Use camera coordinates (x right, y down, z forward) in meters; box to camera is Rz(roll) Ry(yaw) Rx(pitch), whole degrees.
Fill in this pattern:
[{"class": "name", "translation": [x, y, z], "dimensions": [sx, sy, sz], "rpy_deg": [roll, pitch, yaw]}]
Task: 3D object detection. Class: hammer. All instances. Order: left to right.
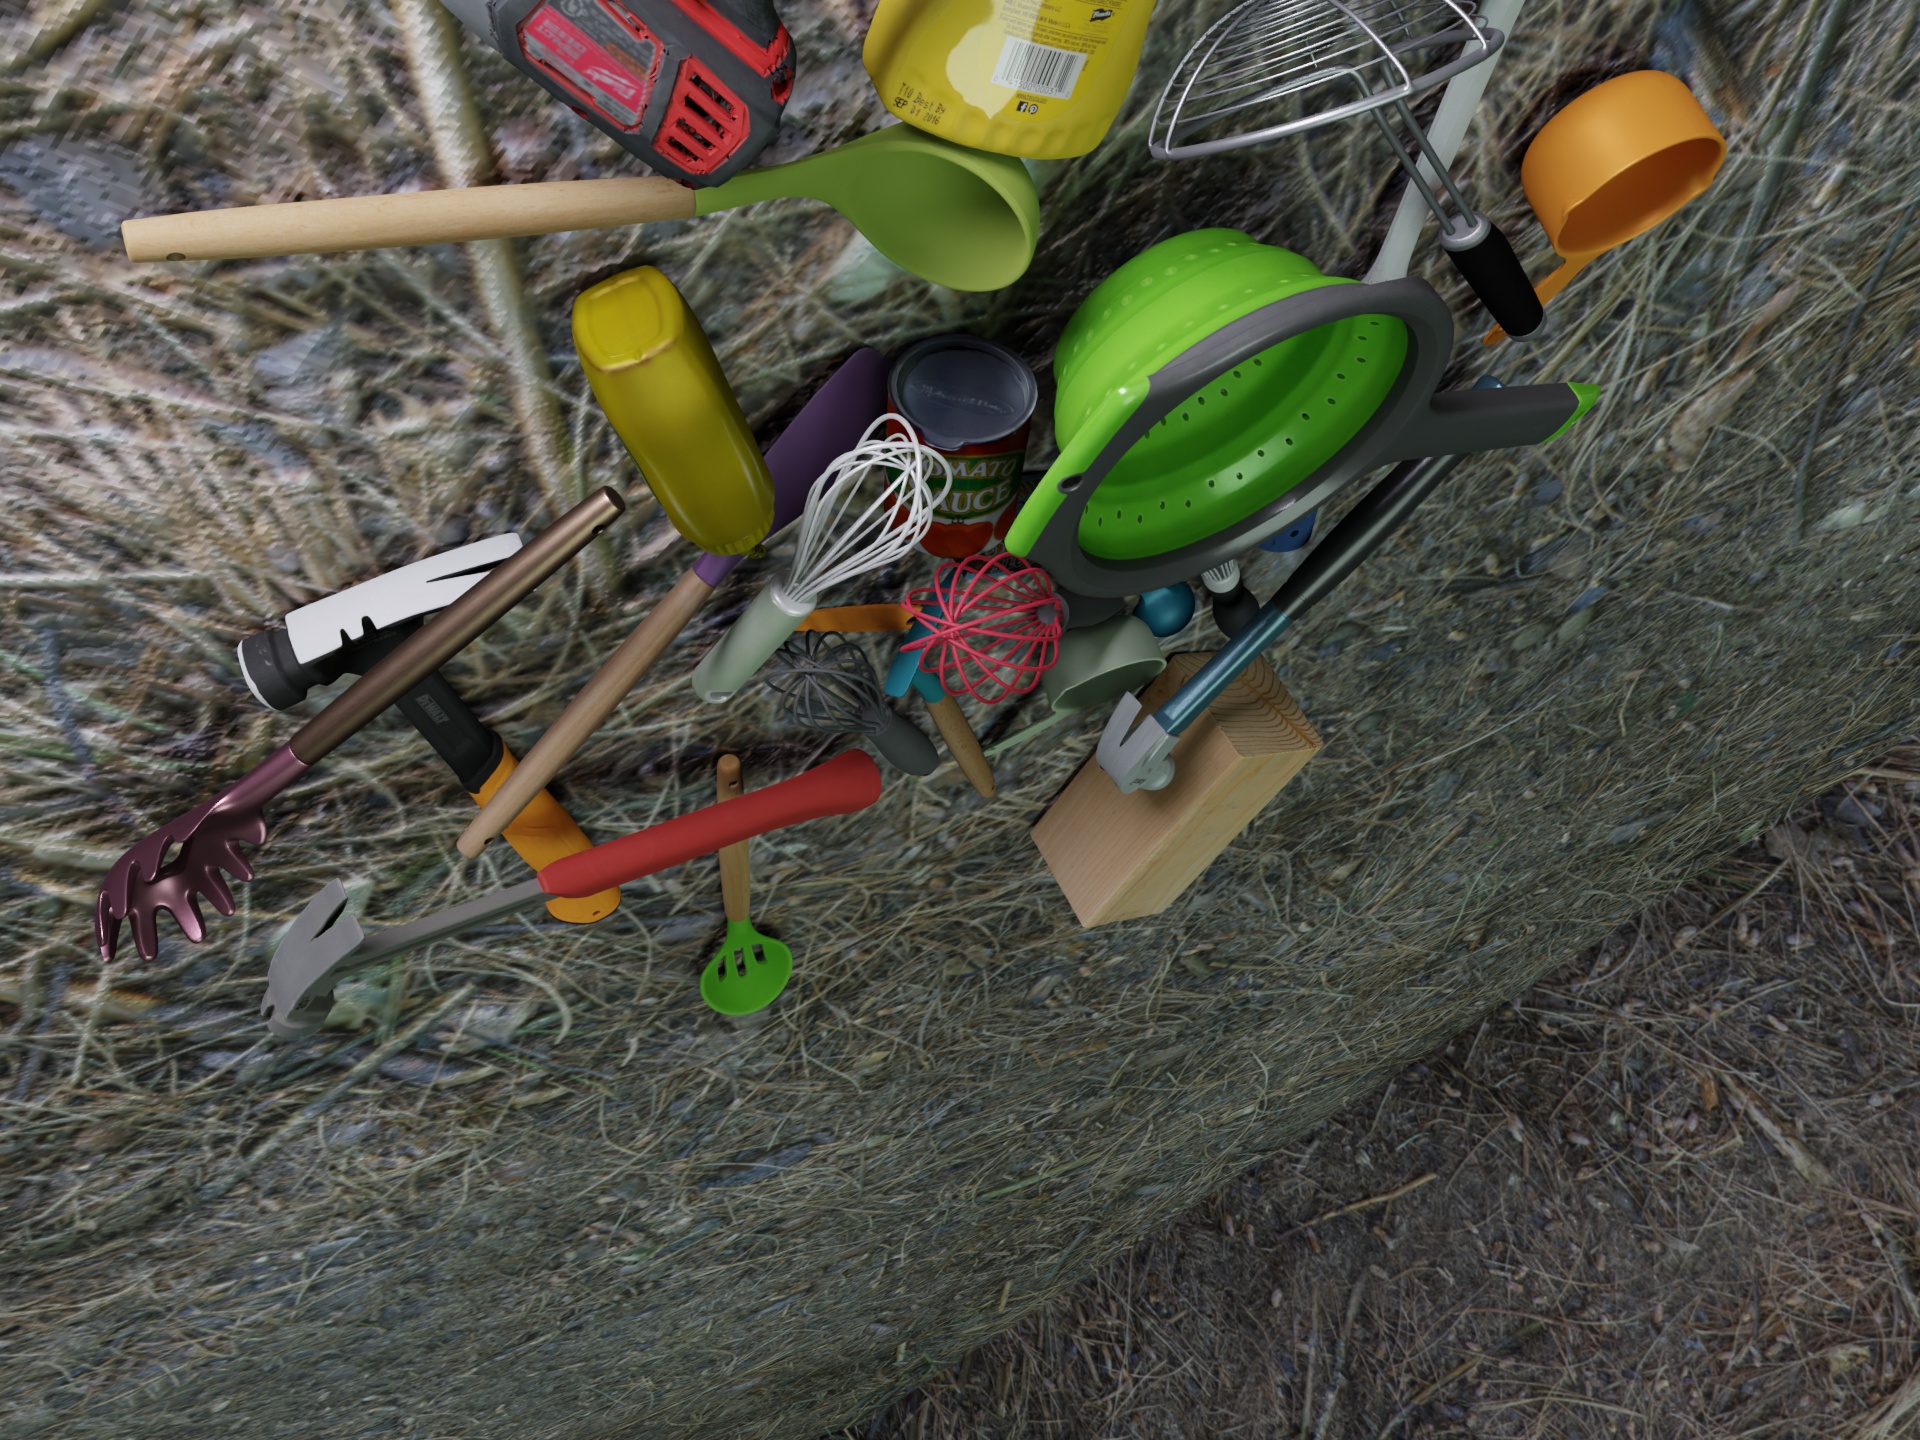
[{"class": "hammer", "translation": [-0.231, 0.028, 0.822], "dimensions": [0.127, 0.034, 0.336], "rpy_deg": [-24, 152, -6]}, {"class": "hammer", "translation": [-0.181, 0.072, 0.845], "dimensions": [0.359, 0.037, 0.149], "rpy_deg": [-19, 165, -41]}, {"class": "hammer", "translation": [0.206, -0.077, 0.967], "dimensions": [0.331, 0.033, 0.128], "rpy_deg": [-46, 161, 14]}, {"class": "hammer", "translation": [0.221, -0.229, 0.800], "dimensions": [0.144, 0.035, 0.405], "rpy_deg": [-18, 150, -19]}]

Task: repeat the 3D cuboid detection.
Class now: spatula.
[{"class": "spatula", "translation": [-0.136, -0.048, 0.750], "dimensions": [0.316, 0.018, 0.059], "rpy_deg": [-47, 155, 11]}, {"class": "spatula", "translation": [-0.001, -0.003, 0.937], "dimensions": [0.317, 0.044, 0.082], "rpy_deg": [62, 49, -67]}]

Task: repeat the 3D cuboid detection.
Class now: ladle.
[{"class": "ladle", "translation": [-0.119, -0.174, 0.567], "dimensions": [0.320, 0.062, 0.078], "rpy_deg": [-13, 171, -22]}]

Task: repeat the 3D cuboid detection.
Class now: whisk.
[{"class": "whisk", "translation": [-0.076, -0.065, 0.754], "dimensions": [0.057, 0.059, 0.246], "rpy_deg": [-1, 157, -32]}, {"class": "whisk", "translation": [-0.053, 0.000, 0.915], "dimensions": [0.055, 0.055, 0.238], "rpy_deg": [-31, 160, 5]}, {"class": "whisk", "translation": [0.041, -0.054, 0.823], "dimensions": [0.073, 0.073, 0.296], "rpy_deg": [-39, 174, 19]}, {"class": "whisk", "translation": [0.148, -0.099, 0.933], "dimensions": [0.070, 0.070, 0.284], "rpy_deg": [-32, 156, 7]}]

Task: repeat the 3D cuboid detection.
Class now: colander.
[{"class": "colander", "translation": [0.173, -0.166, 0.767], "dimensions": [0.397, 0.095, 0.204], "rpy_deg": [-13, 155, -37]}]

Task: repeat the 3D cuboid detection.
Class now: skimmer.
[{"class": "skimmer", "translation": [0.200, -0.208, 0.682], "dimensions": [0.127, 0.090, 0.363], "rpy_deg": [-6, 168, 32]}]

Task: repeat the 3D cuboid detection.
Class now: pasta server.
[{"class": "pasta server", "translation": [-0.260, 0.004, 0.682], "dimensions": [0.316, 0.040, 0.060], "rpy_deg": [-36, 163, 14]}]

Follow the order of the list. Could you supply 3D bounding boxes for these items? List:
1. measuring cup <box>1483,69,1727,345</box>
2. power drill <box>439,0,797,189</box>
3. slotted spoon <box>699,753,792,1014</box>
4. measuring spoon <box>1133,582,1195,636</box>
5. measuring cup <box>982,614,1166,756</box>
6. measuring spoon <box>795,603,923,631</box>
[{"class": "measuring cup", "translation": [0.311, -0.261, 0.821], "dimensions": [0.095, 0.052, 0.173], "rpy_deg": [-16, 165, -21]}, {"class": "power drill", "translation": [-0.059, -0.263, 0.440], "dimensions": [0.219, 0.079, 0.143], "rpy_deg": [-37, 137, 25]}, {"class": "slotted spoon", "translation": [-0.146, 0.113, 1.050], "dimensions": [0.070, 0.031, 0.313], "rpy_deg": [-19, 149, -18]}, {"class": "measuring spoon", "translation": [0.117, -0.079, 0.968], "dimensions": [0.042, 0.021, 0.128], "rpy_deg": [-33, 153, 9]}, {"class": "measuring cup", "translation": [0.058, -0.020, 1.013], "dimensions": [0.083, 0.038, 0.167], "rpy_deg": [-7, 163, -43]}, {"class": "measuring spoon", "translation": [-0.061, -0.052, 0.865], "dimensions": [0.117, 0.011, 0.021], "rpy_deg": [-5, 144, -37]}]
